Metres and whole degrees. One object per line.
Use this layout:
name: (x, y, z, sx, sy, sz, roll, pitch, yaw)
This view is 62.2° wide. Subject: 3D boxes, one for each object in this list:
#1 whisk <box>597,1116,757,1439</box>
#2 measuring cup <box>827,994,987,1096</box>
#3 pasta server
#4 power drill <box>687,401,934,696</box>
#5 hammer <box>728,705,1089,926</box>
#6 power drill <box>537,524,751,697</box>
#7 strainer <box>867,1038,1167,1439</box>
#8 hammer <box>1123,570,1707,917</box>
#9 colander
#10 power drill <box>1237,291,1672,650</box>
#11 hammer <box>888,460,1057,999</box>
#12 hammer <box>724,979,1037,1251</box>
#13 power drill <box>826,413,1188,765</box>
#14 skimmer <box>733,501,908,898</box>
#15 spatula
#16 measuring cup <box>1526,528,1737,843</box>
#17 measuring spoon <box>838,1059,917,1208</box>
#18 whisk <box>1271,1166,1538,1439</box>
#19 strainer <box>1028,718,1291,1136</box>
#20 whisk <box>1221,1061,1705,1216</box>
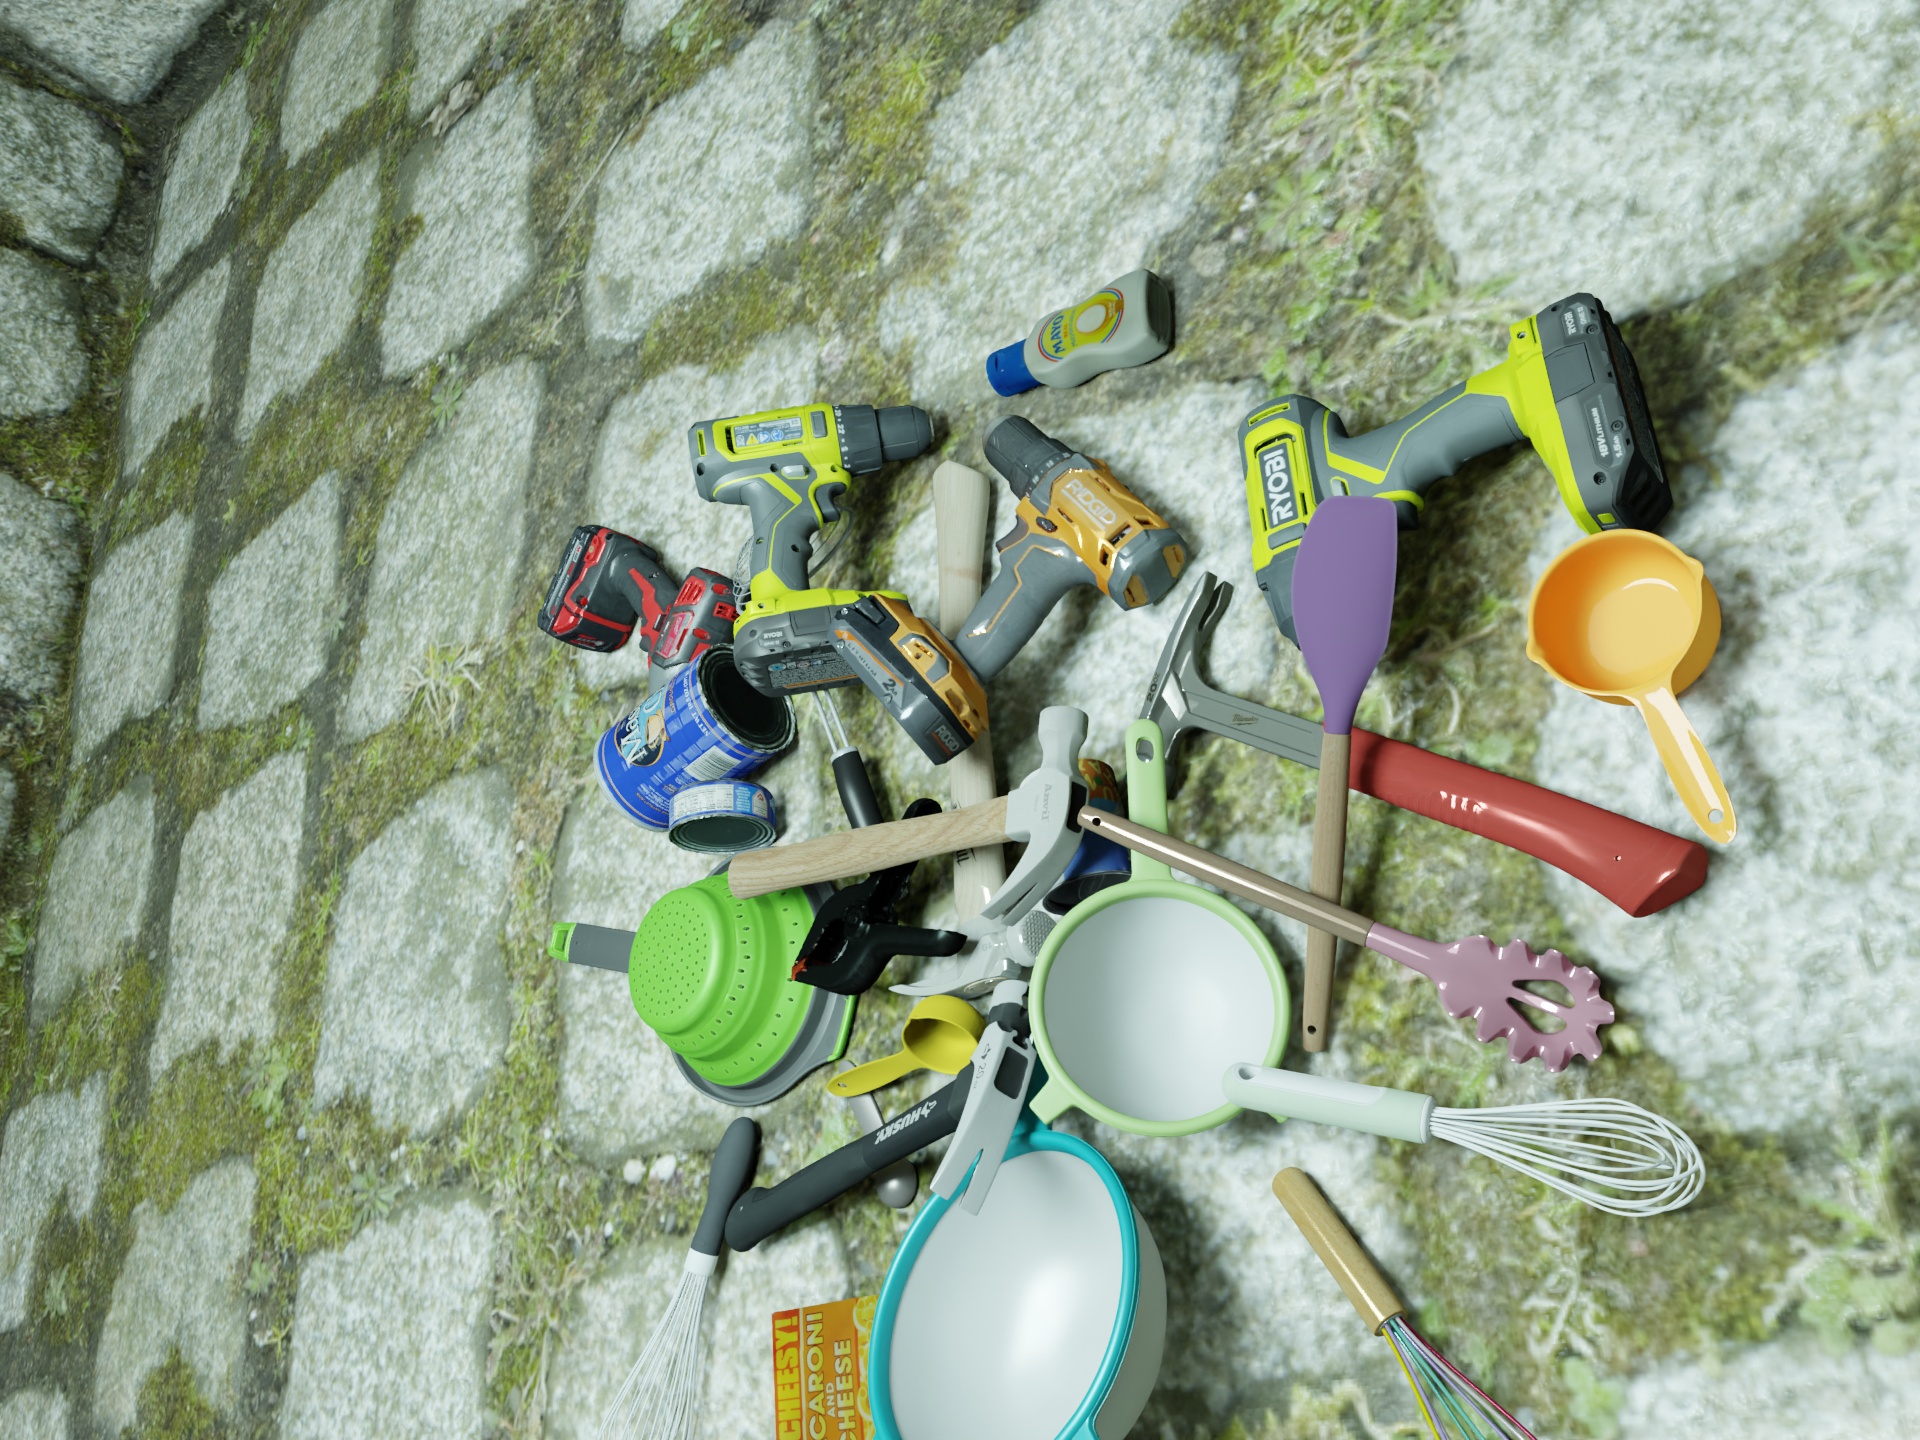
whisk: (-0.203, 0.436, 1.186, 0.070, 0.070, 0.285, 8, 77, 45)
measuring cup: (-0.041, 0.231, 1.110, 0.156, 0.062, 0.029, -32, 20, 41)
pasta server: (0.199, 0.107, 0.876, 0.316, 0.040, 0.060, 22, 92, 29)
power drill: (-0.102, -0.144, 1.223, 0.190, 0.080, 0.229, -9, 66, -4)
hammer: (-0.047, 0.086, 1.076, 0.331, 0.031, 0.130, -16, 59, 42)
power drill: (-0.286, -0.087, 1.439, 0.220, 0.078, 0.143, 27, 95, 43)
strainer: (0.062, 0.307, 0.966, 0.211, 0.095, 0.341, -25, 38, 41)
hammer: (0.250, 0.020, 0.914, 0.359, 0.036, 0.149, 22, 91, 46)
colander: (-0.248, 0.190, 1.284, 0.397, 0.094, 0.204, 0, 75, 43)
power drill: (0.271, -0.132, 0.904, 0.223, 0.080, 0.171, -20, 62, 33)
hammer: (-0.002, -0.004, 1.158, 0.146, 0.038, 0.411, -29, 55, 43)
hammer: (-0.066, 0.297, 1.062, 0.334, 0.035, 0.146, -40, 22, 40)
power drill: (0.017, -0.101, 1.099, 0.226, 0.084, 0.186, -40, 58, -2)
skimmer: (-0.094, -0.021, 1.262, 0.127, 0.090, 0.364, -32, 65, 23)
spatula: (0.209, 0.032, 0.897, 0.060, 0.018, 0.316, 6, 97, 33)
measuring cup: (0.360, -0.014, 0.813, 0.095, 0.052, 0.174, -32, 62, 32)
measuring spoon: (-0.066, 0.290, 1.129, 0.034, 0.018, 0.124, -49, 47, 19)
whisk: (0.238, 0.328, 0.817, 0.047, 0.051, 0.245, -38, 45, 1)
strainer: (0.116, 0.127, 0.965, 0.151, 0.069, 0.257, -2, 65, 3)
whisk: (0.248, 0.206, 0.814, 0.246, 0.058, 0.059, 3, 115, 34)
